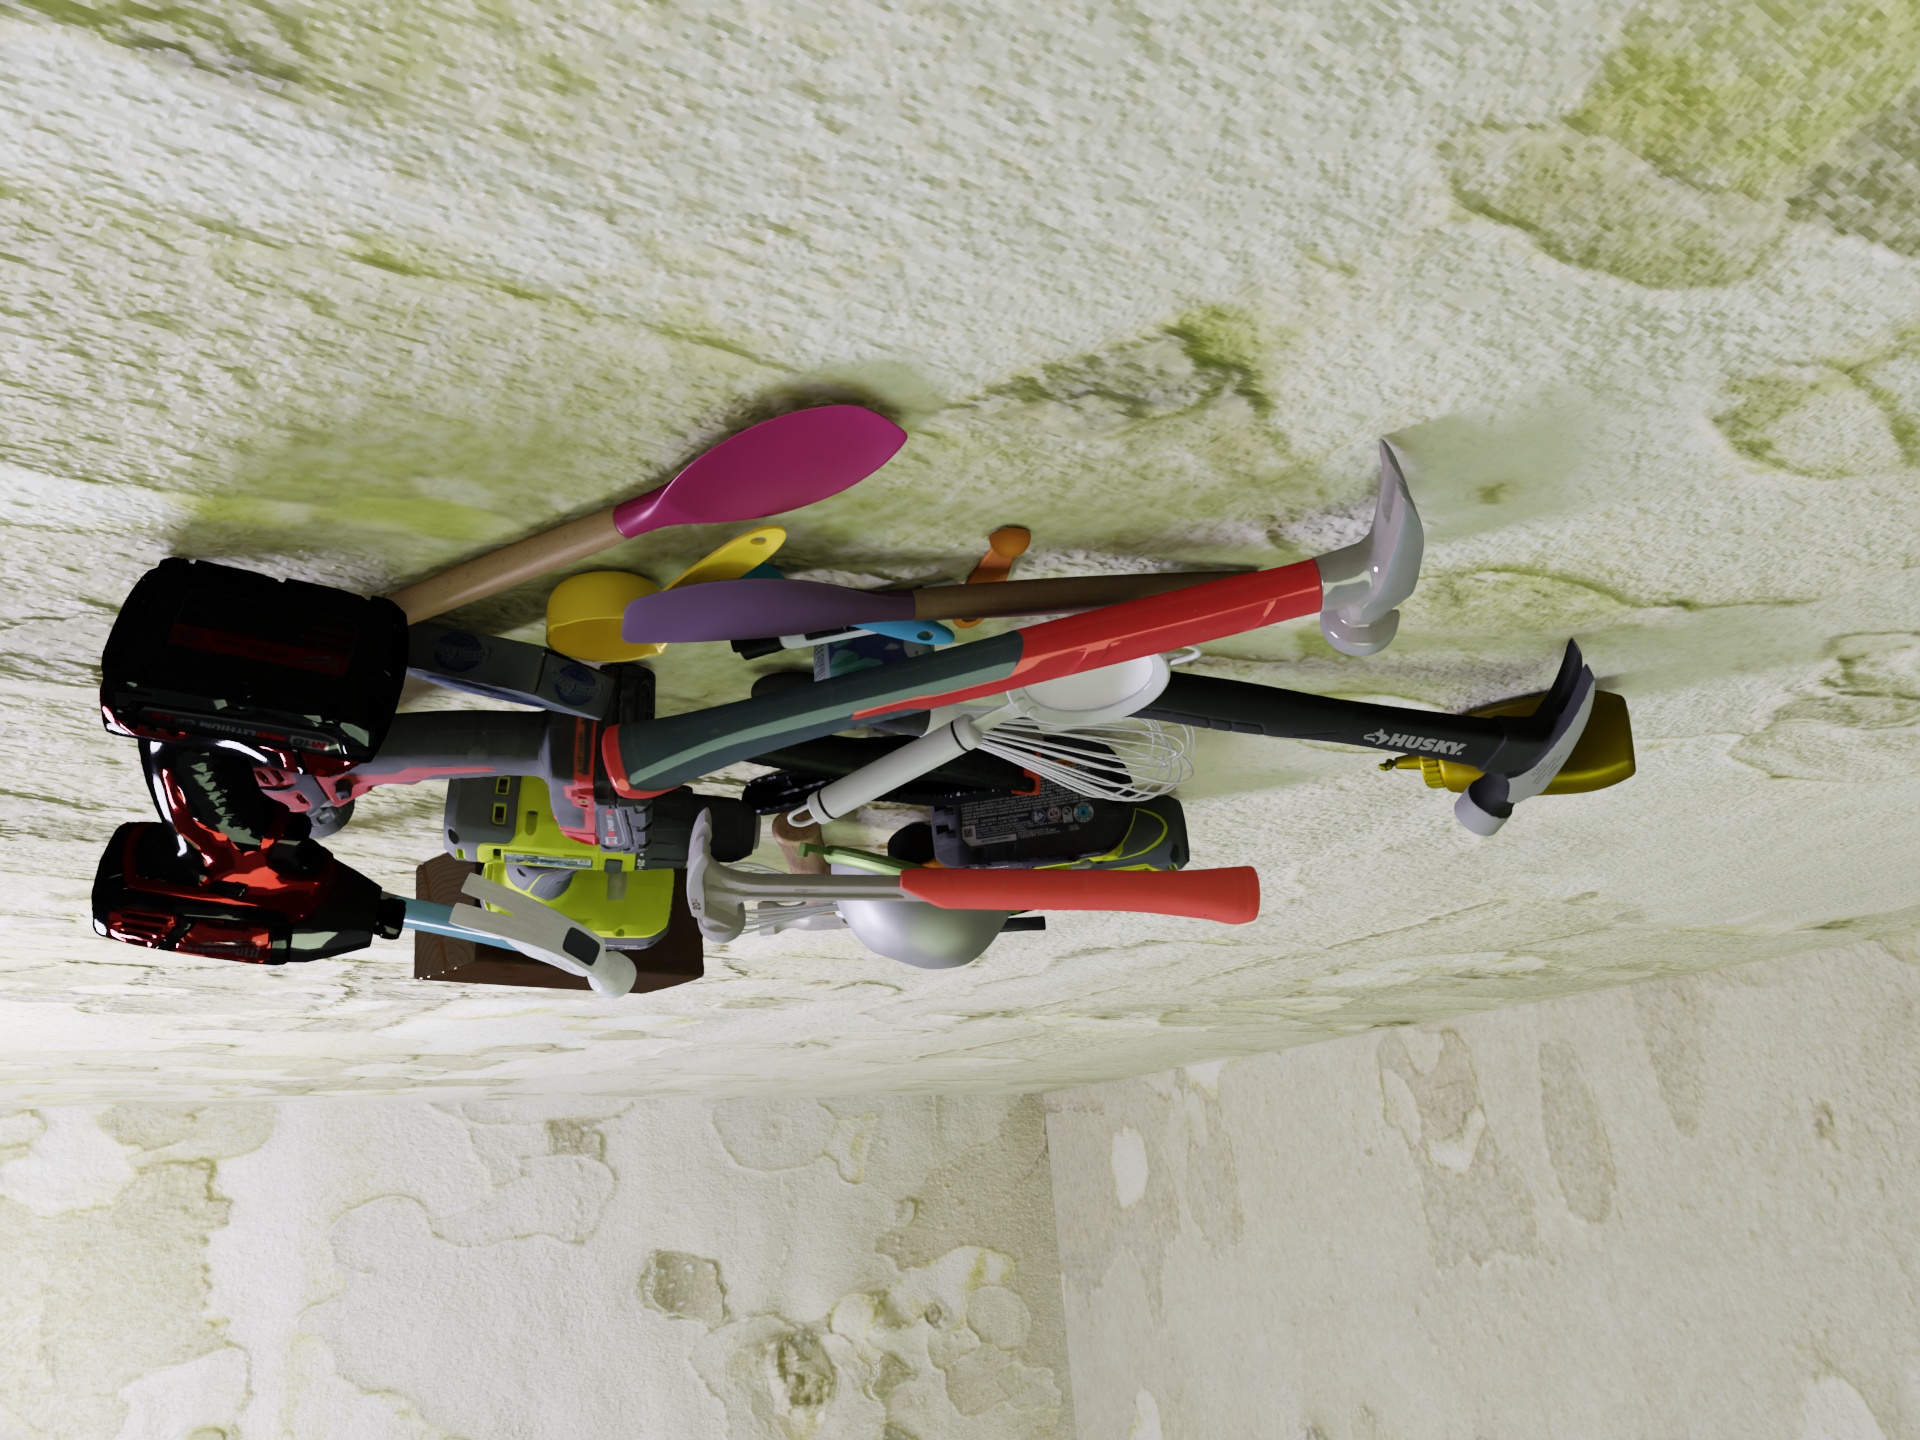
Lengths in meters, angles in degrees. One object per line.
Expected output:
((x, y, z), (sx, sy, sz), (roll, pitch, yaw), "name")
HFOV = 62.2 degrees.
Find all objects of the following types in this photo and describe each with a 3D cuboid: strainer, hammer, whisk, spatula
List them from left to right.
((-0.385, 0.128, 1.070), (0.331, 0.033, 0.128), (6, 154, 24), "hammer")
((-0.117, 0.128, 1.298), (0.130, 0.031, 0.331), (-4, 162, -2), "hammer")
((-0.098, 0.140, 1.231), (0.246, 0.058, 0.059), (8, -168, -40), "whisk")
((-0.018, 0.154, 1.194), (0.151, 0.069, 0.256), (12, 169, 21), "strainer")
((-0.003, 0.142, 1.367), (0.127, 0.034, 0.336), (-6, 162, 6), "hammer")
((0.002, -0.057, 0.745), (0.315, 0.018, 0.059), (-4, 158, -19), "spatula")
((0.009, 0.001, 0.860), (0.258, 0.050, 0.086), (-27, 141, 20), "strainer")
((0.012, 0.101, 0.994), (0.359, 0.037, 0.149), (1, 152, -6), "hammer")
((0.015, 0.003, 0.924), (0.284, 0.070, 0.070), (9, 157, -24), "whisk")
((0.019, -0.034, 0.734), (0.386, 0.038, 0.143), (-14, 155, 2), "hammer")
((0.212, -0.005, 0.930), (0.334, 0.035, 0.146), (8, 135, -18), "hammer")

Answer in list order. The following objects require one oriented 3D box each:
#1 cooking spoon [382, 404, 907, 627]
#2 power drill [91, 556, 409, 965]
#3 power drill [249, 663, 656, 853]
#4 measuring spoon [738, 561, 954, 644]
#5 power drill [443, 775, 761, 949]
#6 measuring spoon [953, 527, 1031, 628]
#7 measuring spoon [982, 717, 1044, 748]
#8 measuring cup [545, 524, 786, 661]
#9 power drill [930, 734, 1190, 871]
((-0.162, -0.078, 0.678), (0.319, 0.017, 0.068), (-16, 161, 28), "cooking spoon")
((-0.324, 0.037, 0.742), (0.143, 0.079, 0.219), (12, 134, -17), "power drill")
((-0.285, 0.027, 0.880), (0.226, 0.080, 0.187), (2, 160, -11), "power drill")
((-0.063, -0.047, 0.754), (0.128, 0.021, 0.042), (13, 147, -18), "measuring spoon")
((-0.240, 0.091, 1.066), (0.190, 0.080, 0.228), (5, 158, -12), "power drill")
((0.013, -0.065, 0.775), (0.021, 0.011, 0.117), (-1, 161, -12), "measuring spoon")
((-0.002, -0.003, 0.964), (0.124, 0.018, 0.034), (15, 165, -31), "measuring spoon")
((-0.131, -0.065, 0.715), (0.156, 0.029, 0.062), (-24, 154, 39), "measuring cup")
((0.063, 0.079, 1.129), (0.171, 0.080, 0.223), (-10, 164, 13), "power drill")
